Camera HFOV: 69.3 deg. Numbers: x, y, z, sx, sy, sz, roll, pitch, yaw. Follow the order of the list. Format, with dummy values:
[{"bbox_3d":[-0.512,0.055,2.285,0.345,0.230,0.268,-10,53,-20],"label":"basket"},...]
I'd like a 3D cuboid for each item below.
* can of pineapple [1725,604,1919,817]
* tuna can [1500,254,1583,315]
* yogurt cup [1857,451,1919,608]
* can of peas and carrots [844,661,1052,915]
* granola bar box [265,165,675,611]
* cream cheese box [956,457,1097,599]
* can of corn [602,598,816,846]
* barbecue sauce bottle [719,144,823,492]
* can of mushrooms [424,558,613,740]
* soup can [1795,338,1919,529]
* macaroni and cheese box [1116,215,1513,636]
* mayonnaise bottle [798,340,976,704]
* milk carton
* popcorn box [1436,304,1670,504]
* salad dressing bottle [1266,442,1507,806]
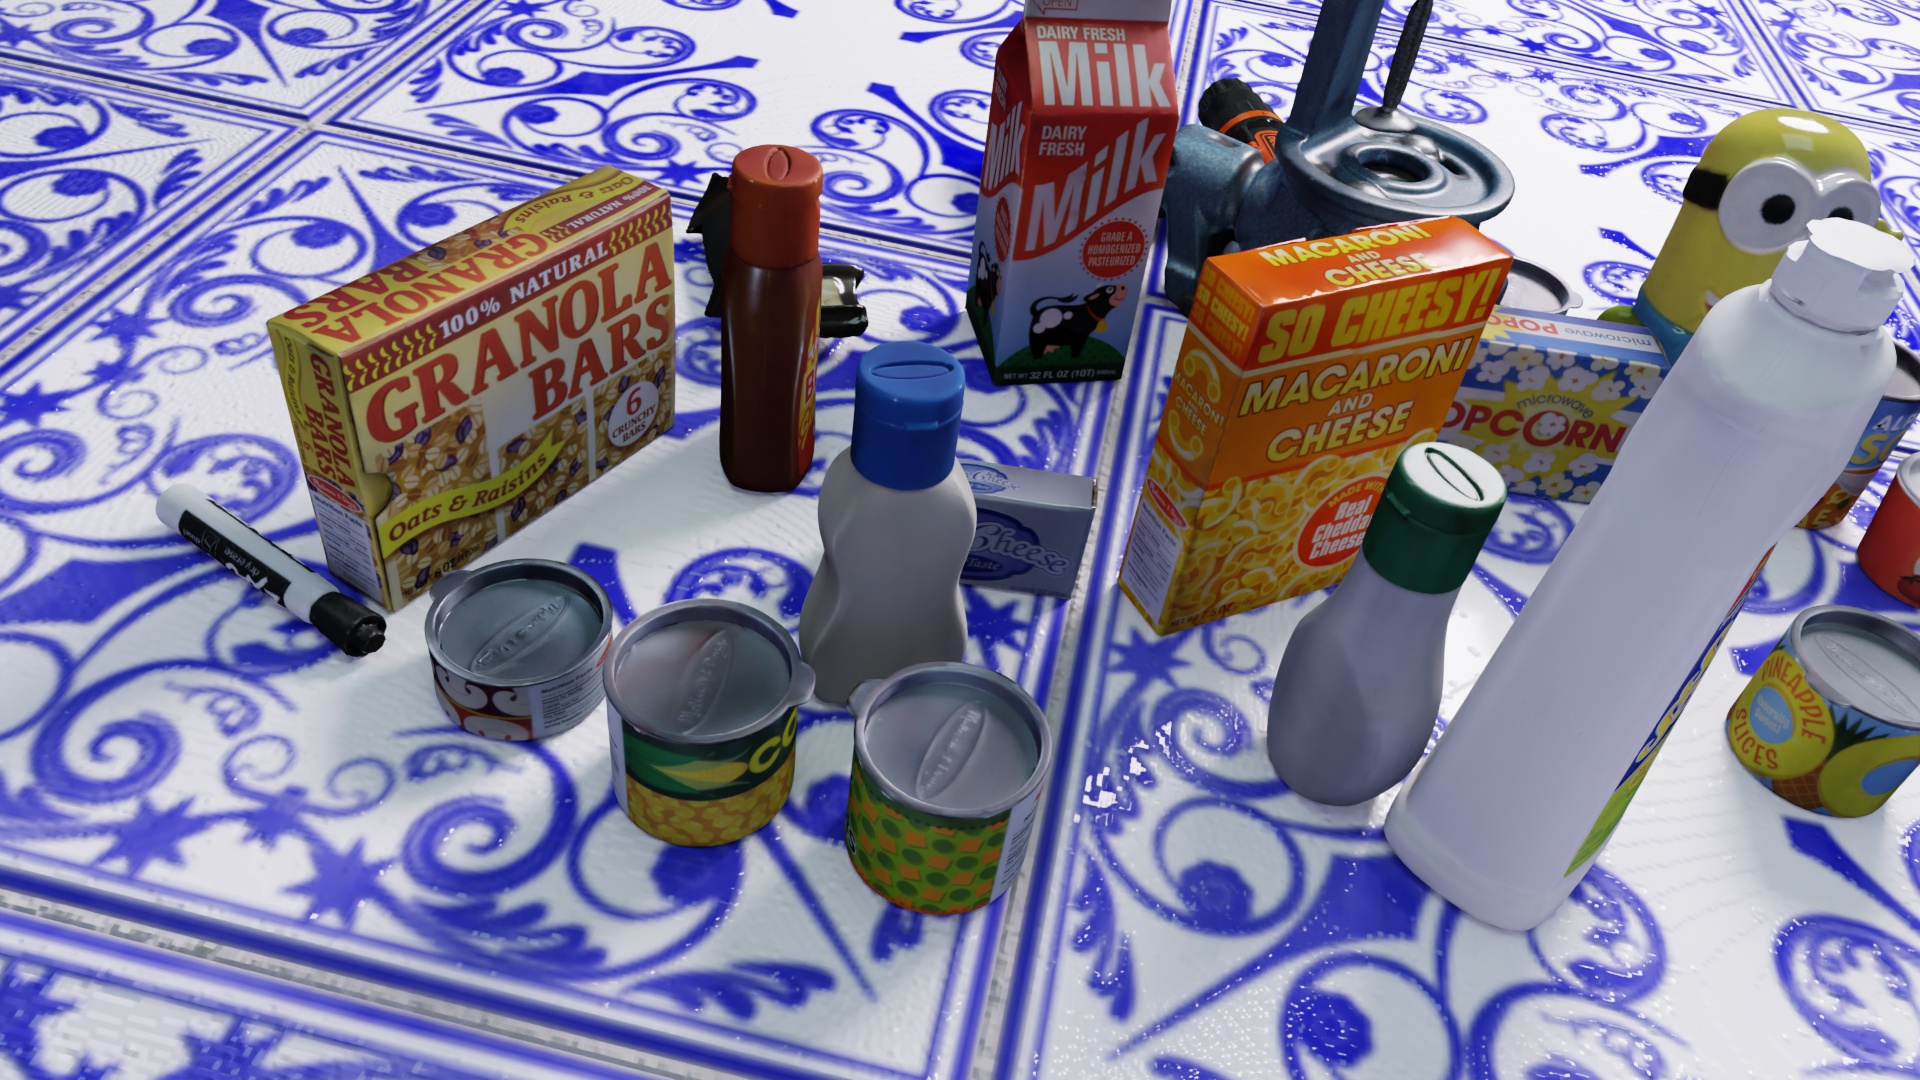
[{"bbox_3d":[0.353,0.069,0.559,0.071,0.057,0.071,5,41,-4],"label":"can of pineapple"},{"bbox_3d":[0.316,-0.134,0.800,0.071,0.032,0.071,5,41,-4],"label":"tuna can"},{"bbox_3d":[0.470,-0.002,0.662,0.072,0.053,0.073,5,41,-4],"label":"yogurt cup"},{"bbox_3d":[-0.008,0.084,0.477,0.071,0.058,0.071,5,41,-4],"label":"can of peas and carrots"},{"bbox_3d":[-0.185,-0.065,0.564,0.039,0.123,0.166,28,45,20],"label":"granola bar box"},{"bbox_3d":[0.002,-0.007,0.586,0.104,0.053,0.024,8,41,-1],"label":"cream cheese box"},{"bbox_3d":[-0.087,0.064,0.486,0.071,0.058,0.071,5,41,-4],"label":"can of corn"},{"bbox_3d":[-0.081,-0.095,0.597,0.044,0.147,0.065,4,42,-6],"label":"barbecue sauce bottle"},{"bbox_3d":[-0.165,0.039,0.519,0.071,0.033,0.071,5,41,-4],"label":"can of mushrooms"},{"bbox_3d":[0.433,-0.056,0.693,0.071,0.083,0.072,5,41,-4],"label":"soup can"},{"bbox_3d":[0.139,-0.045,0.567,0.124,0.165,0.040,-14,46,-24],"label":"macaroni and cheese box"},{"bbox_3d":[-0.024,-0.002,0.504,0.065,0.147,0.041,-5,43,-15],"label":"mayonnaise bottle"},{"bbox_3d":[0.053,-0.174,0.679,0.072,0.189,0.074,-3,43,-13],"label":"milk carton"},{"bbox_3d":[0.263,-0.068,0.676,0.127,0.084,0.038,8,41,-1],"label":"popcorn box"},{"bbox_3d":[0.150,0.033,0.496,0.044,0.146,0.064,-10,45,-20],"label":"salad dressing bottle"}]
